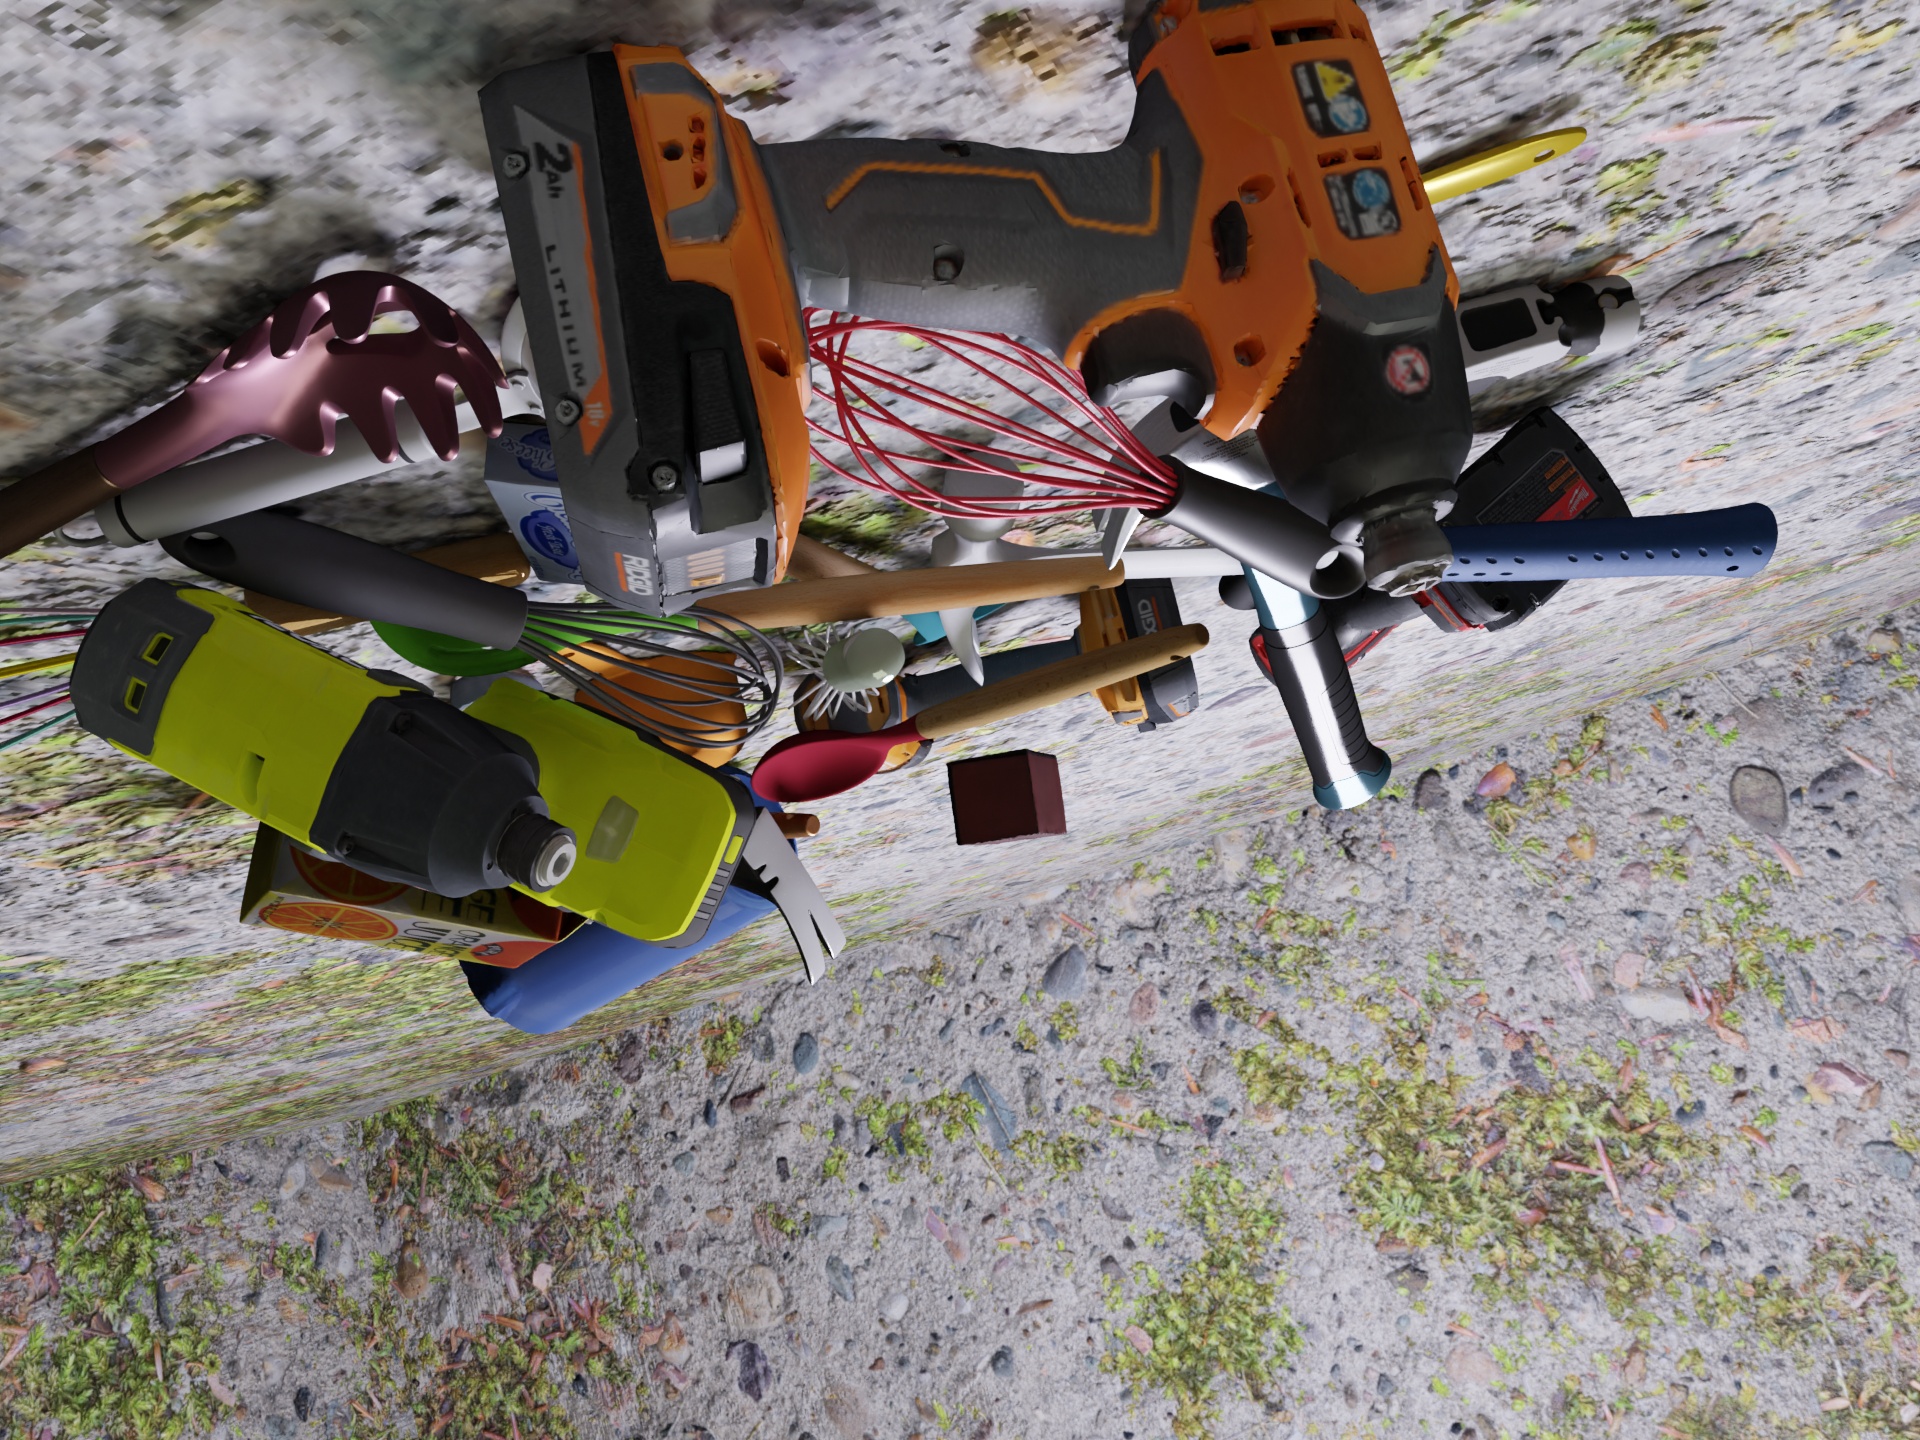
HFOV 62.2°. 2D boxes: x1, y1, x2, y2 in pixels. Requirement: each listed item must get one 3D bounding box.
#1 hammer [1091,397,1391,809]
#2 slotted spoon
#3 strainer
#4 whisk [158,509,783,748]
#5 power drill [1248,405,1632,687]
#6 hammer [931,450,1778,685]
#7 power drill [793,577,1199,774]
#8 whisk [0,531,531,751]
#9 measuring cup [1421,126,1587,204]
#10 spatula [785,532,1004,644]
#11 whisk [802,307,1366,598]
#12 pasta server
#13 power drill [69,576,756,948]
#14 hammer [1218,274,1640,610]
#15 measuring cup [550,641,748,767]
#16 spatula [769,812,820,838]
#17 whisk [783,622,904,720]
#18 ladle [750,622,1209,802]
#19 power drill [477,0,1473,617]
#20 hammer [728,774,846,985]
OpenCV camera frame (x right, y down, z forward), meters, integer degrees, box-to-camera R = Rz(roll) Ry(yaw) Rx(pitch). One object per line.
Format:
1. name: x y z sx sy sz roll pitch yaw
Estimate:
1. hammer: 0.153 -0.043 0.720 0.128 0.033 0.330 -19 146 12
2. slotted spoon: -0.084 -0.048 0.663 0.313 0.031 0.070 -6 166 -8
3. strainer: -0.156 -0.088 0.480 0.258 0.050 0.086 -15 153 7
4. whisk: -0.166 -0.035 0.580 0.238 0.055 0.055 17 149 -37
5. power drill: 0.268 -0.090 0.916 0.143 0.078 0.219 -39 -178 -21
6. hammer: 0.186 -0.075 0.750 0.405 0.035 0.144 -3 151 -9
7. power drill: 0.026 -0.016 0.965 0.226 0.084 0.185 -14 171 7
8. whisk: -0.277 -0.030 0.570 0.245 0.051 0.047 -16 163 -19
9. measuring cup: 0.141 -0.163 0.552 0.156 0.029 0.062 -18 168 18
10. spatula: -0.049 -0.073 0.735 0.082 0.044 0.317 -21 163 24
11. whisk: 0.056 -0.086 0.549 0.295 0.073 0.073 13 150 -43
12. pasta server: -0.266 -0.058 0.464 0.316 0.040 0.060 -20 156 19
13. power drill: -0.169 0.025 0.564 0.171 0.080 0.223 23 177 18
14. hammer: 0.194 -0.121 0.814 0.146 0.035 0.334 -15 168 -12
15. measuring cup: -0.165 -0.003 0.812 0.095 0.052 0.173 -18 170 8
16. spatula: -0.199 0.076 0.997 0.323 0.041 0.081 -5 -148 42
17. whisk: -0.054 -0.025 0.760 0.058 0.059 0.246 -50 -172 -7
18. ladle: -0.001 -0.002 0.774 0.069 0.031 0.315 11 161 -39
19. power drill: 0.013 -0.093 0.386 0.226 0.164 0.084 -12 168 -11
20. hammer: -0.215 0.093 0.948 0.337 0.127 0.034 -4 -144 42
